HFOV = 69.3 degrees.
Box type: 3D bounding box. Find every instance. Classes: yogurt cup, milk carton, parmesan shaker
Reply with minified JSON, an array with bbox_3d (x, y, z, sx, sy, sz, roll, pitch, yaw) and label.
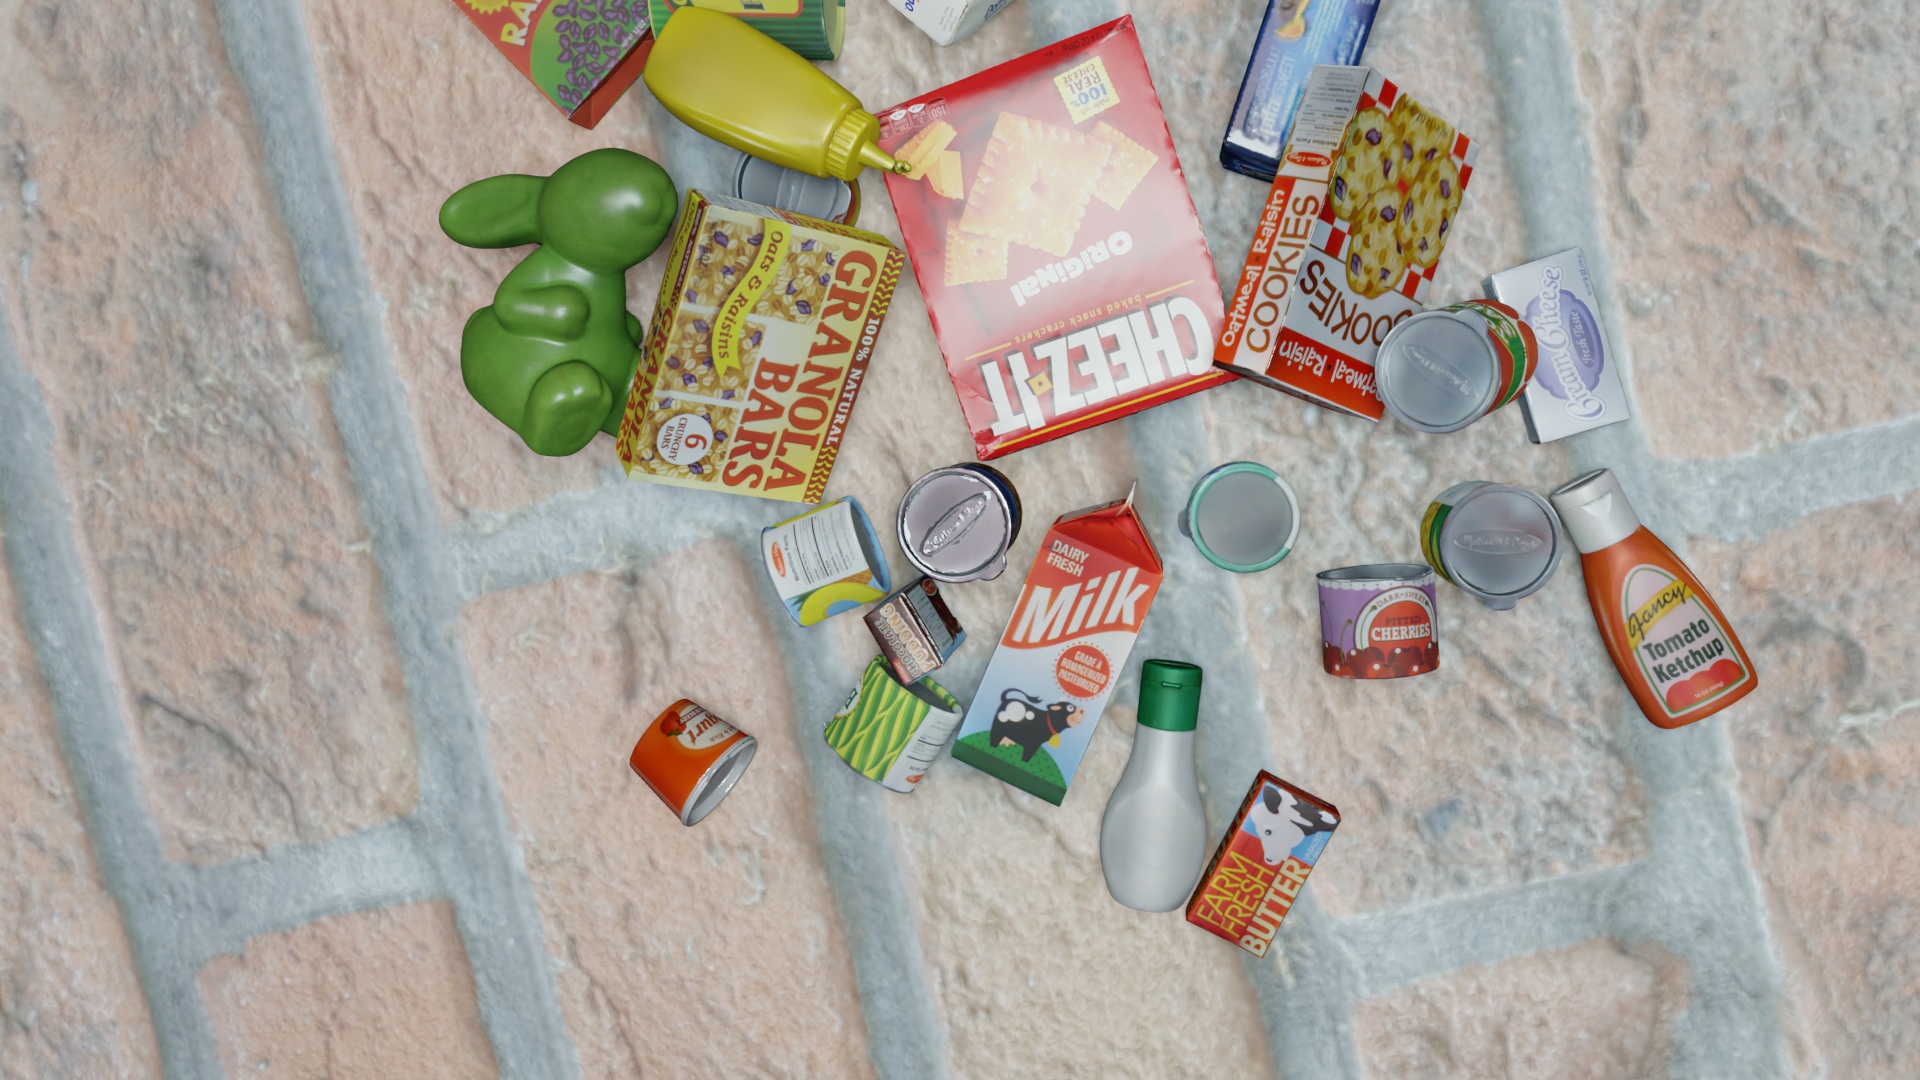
[{"bbox_3d":[-0.168,0.136,0.866,0.054,0.072,0.072,36,98,11],"label":"yogurt cup"},{"bbox_3d":[0.067,0.051,0.825,0.073,0.072,0.190,24,97,5],"label":"milk carton"},{"bbox_3d":[-0.125,-0.322,0.823,0.103,0.071,0.071,2,95,7],"label":"parmesan shaker"}]

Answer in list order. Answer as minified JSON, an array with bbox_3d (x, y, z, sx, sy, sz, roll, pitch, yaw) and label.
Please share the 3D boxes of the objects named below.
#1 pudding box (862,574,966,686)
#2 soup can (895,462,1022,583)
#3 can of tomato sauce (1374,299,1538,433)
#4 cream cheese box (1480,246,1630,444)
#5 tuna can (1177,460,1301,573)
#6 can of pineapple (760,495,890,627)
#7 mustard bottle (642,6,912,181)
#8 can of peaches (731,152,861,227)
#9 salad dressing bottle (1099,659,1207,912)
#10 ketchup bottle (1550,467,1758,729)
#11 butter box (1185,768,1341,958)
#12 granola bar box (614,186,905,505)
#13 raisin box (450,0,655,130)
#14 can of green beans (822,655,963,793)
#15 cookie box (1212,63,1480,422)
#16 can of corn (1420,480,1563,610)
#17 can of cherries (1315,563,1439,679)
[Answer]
[{"bbox_3d":[-0.026,0.052,0.832,0.030,0.084,0.049,-31,91,12],"label":"pudding box"},{"bbox_3d":[0.003,-0.010,0.822,0.071,0.084,0.071,1,95,7],"label":"soup can"},{"bbox_3d":[0.278,-0.100,0.771,0.071,0.083,0.071,10,108,34],"label":"can of tomato sauce"},{"bbox_3d":[0.344,-0.112,0.803,0.053,0.024,0.103,-17,92,9],"label":"cream cheese box"},{"bbox_3d":[0.166,-0.014,0.828,0.071,0.033,0.071,1,95,6],"label":"tuna can"},{"bbox_3d":[-0.081,0.013,0.845,0.058,0.071,0.071,-21,92,8],"label":"can of pineapple"},{"bbox_3d":[-0.097,-0.238,0.775,0.160,0.049,0.065,30,92,8],"label":"mustard bottle"},{"bbox_3d":[-0.095,-0.207,0.832,0.071,0.058,0.071,0,94,7],"label":"can of peaches"},{"bbox_3d":[0.121,0.147,0.842,0.064,0.044,0.147,7,94,8],"label":"salad dressing bottle"},{"bbox_3d":[0.392,0.031,0.799,0.064,0.043,0.149,-30,90,9],"label":"ketchup bottle"},{"bbox_3d":[0.183,0.197,0.847,0.053,0.024,0.103,28,97,3],"label":"butter box"},{"bbox_3d":[-0.117,-0.108,0.801,0.124,0.039,0.164,7,116,-33],"label":"granola bar box"},{"bbox_3d":[-0.249,-0.328,0.851,0.086,0.040,0.123,-45,88,9],"label":"raisin box"},{"bbox_3d":[-0.041,0.111,0.847,0.071,0.071,0.057,34,98,3],"label":"can of green beans"},{"bbox_3d":[0.214,-0.159,0.770,0.040,0.123,0.167,25,100,46],"label":"cookie box"},{"bbox_3d":[0.304,0.001,0.799,0.071,0.058,0.071,1,95,7],"label":"can of corn"},{"bbox_3d":[0.243,0.046,0.804,0.071,0.071,0.058,-4,95,7],"label":"can of cherries"}]
